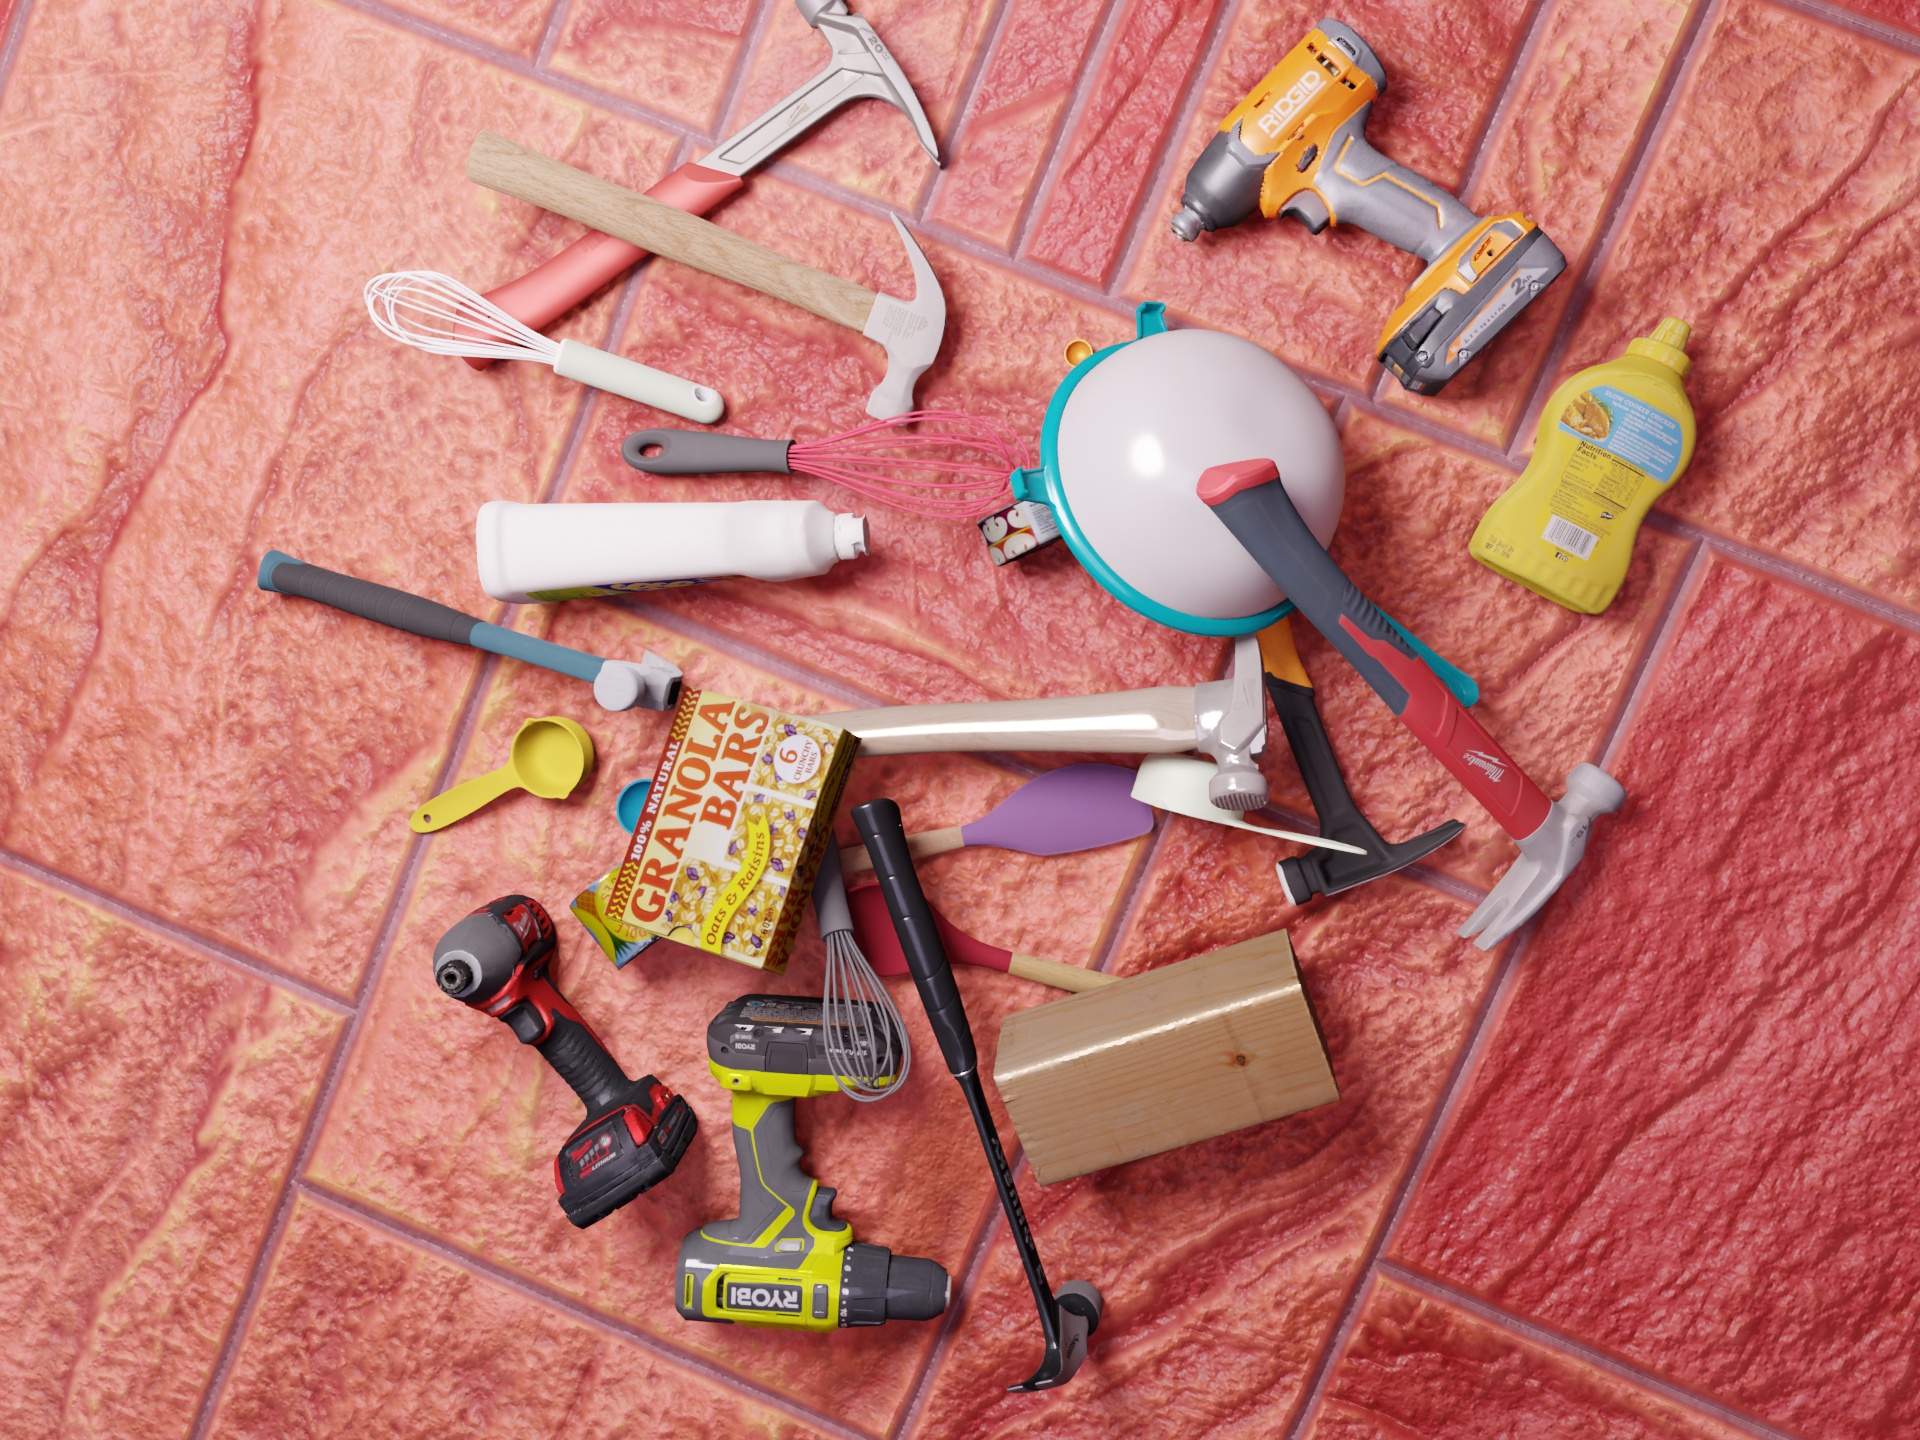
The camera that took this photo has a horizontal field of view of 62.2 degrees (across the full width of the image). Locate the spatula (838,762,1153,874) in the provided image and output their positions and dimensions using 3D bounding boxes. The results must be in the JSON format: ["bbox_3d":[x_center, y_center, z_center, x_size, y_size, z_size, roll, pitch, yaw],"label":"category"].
[{"bbox_3d":[-0.023,0.084,1.117,0.316,0.018,0.060,-13,88,5],"label":"spatula"}]

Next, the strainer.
[{"bbox_3d":[0.213,-0.126,0.997,0.340,0.095,0.211,38,61,-4],"label":"strainer"}]

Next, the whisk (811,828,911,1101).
[{"bbox_3d":[-0.080,0.141,1.068,0.055,0.055,0.239,-21,61,7],"label":"whisk"}]

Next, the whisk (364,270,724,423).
[{"bbox_3d":[-0.280,-0.250,1.082,0.246,0.059,0.058,17,56,-13],"label":"whisk"}]

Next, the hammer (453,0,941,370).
[{"bbox_3d":[-0.193,-0.347,1.095,0.359,0.037,0.149,-34,90,6],"label":"hammer"}]

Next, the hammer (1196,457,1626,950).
[{"bbox_3d":[0.265,-0.012,0.983,0.386,0.038,0.143,41,89,-25],"label":"hammer"}]

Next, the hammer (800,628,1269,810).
[{"bbox_3d":[-0.002,-0.003,1.071,0.410,0.038,0.146,-4,68,16],"label":"hammer"}]

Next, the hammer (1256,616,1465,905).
[{"bbox_3d":[0.220,-0.050,1.076,0.127,0.034,0.337,-22,91,7],"label":"hammer"}]

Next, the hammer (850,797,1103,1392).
[{"bbox_3d":[0.005,0.246,1.060,0.036,0.149,0.409,-19,91,16],"label":"hammer"}]

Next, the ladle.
[{"bbox_3d":[0.060,0.175,1.111,0.315,0.031,0.069,14,100,3],"label":"ladle"}]

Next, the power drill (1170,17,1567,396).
[{"bbox_3d":[0.257,-0.319,1.033,0.164,0.084,0.226,-44,85,8],"label":"power drill"}]

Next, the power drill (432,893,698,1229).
[{"bbox_3d":[-0.279,0.226,1.090,0.078,0.143,0.219,-33,93,4],"label":"power drill"}]

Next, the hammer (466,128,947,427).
[{"bbox_3d":[-0.166,-0.317,1.062,0.331,0.031,0.130,21,105,-6],"label":"hammer"}]

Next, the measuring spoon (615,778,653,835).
[{"bbox_3d":[-0.187,0.087,1.127,0.128,0.021,0.042,35,88,7],"label":"measuring spoon"}]

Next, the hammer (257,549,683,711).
[{"bbox_3d":[-0.344,-0.063,1.099,0.331,0.128,0.033,17,95,13],"label":"hammer"}]

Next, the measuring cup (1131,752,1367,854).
[{"bbox_3d":[0.191,0.052,1.041,0.168,0.083,0.038,14,92,36],"label":"measuring cup"}]

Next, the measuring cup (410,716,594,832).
[{"bbox_3d":[-0.330,0.044,1.146,0.156,0.029,0.062,-25,91,18],"label":"measuring cup"}]

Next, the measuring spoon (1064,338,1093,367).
[{"bbox_3d":[0.105,-0.208,1.090,0.021,0.011,0.117,-30,94,7],"label":"measuring spoon"}]

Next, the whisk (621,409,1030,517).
[{"bbox_3d":[-0.096,-0.177,1.077,0.296,0.073,0.073,5,95,16],"label":"whisk"}]

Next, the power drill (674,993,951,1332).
[{"bbox_3d":[-0.097,0.316,1.112,0.190,0.080,0.228,3,96,2],"label":"power drill"}]
